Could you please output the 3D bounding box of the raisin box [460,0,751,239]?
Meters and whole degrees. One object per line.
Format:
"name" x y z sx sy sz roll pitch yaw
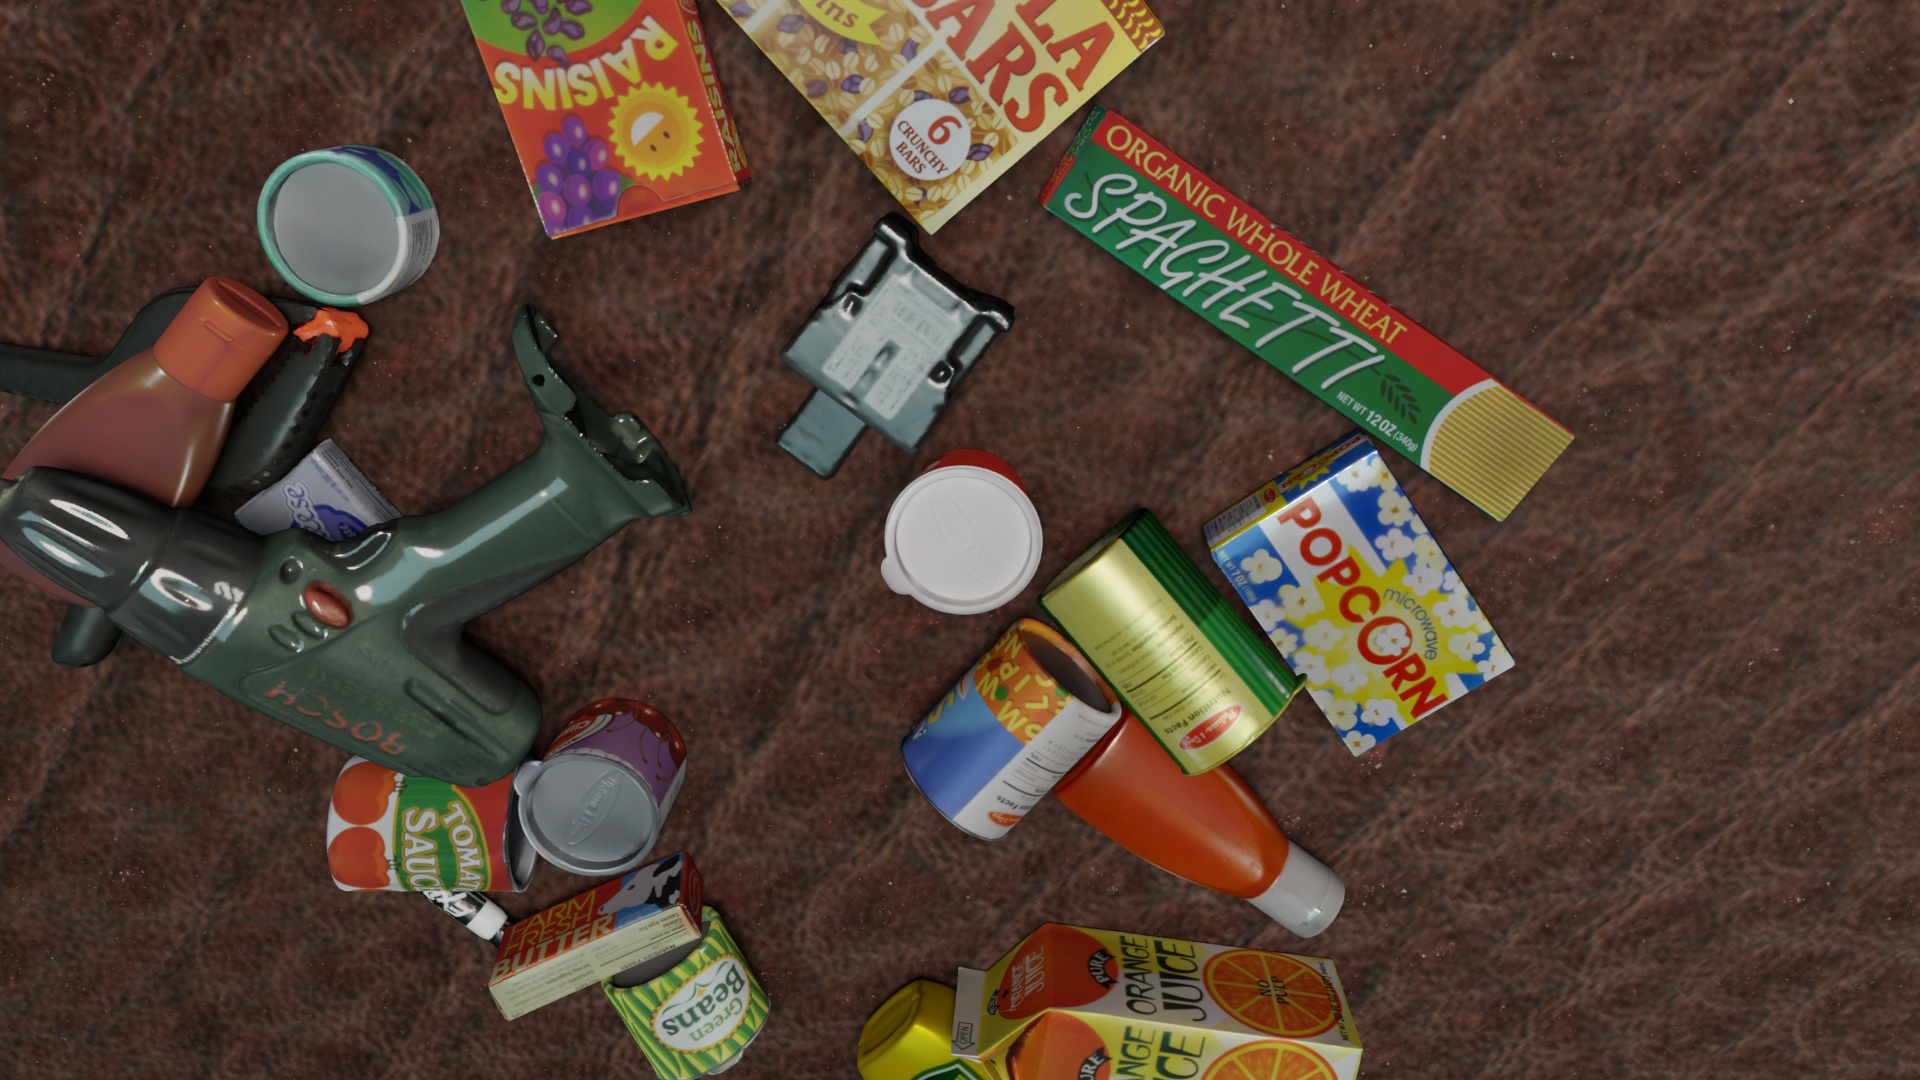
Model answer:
"raisin box" -0.146 -0.195 0.568 0.086 0.040 0.123 -14 109 7

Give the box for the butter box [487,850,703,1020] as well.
"butter box" -0.180 0.195 0.690 0.103 0.053 0.024 -23 108 -1

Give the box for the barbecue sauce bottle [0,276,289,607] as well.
"barbecue sauce bottle" -0.339 -0.043 0.577 0.065 0.044 0.148 40 101 -19

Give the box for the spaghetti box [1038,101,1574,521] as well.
"spaghetti box" 0.148 -0.096 0.595 0.250 0.029 0.050 32 107 -9

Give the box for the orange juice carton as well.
"orange juice carton" 0.092 0.247 0.695 0.193 0.072 0.072 8 109 0

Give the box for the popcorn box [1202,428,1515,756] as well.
"popcorn box" 0.179 0.024 0.630 0.085 0.038 0.126 -34 105 13

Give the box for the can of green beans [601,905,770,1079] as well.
"can of green beans" -0.139 0.228 0.702 0.071 0.071 0.057 -23 107 10

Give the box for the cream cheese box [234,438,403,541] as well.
"cream cheese box" -0.282 0.008 0.653 0.053 0.024 0.103 -35 104 14

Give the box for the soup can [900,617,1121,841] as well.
"soup can" 0.022 0.085 0.646 0.071 0.071 0.083 39 106 -11

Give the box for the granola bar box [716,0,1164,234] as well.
"granola bar box" -0.021 -0.221 0.532 0.124 0.039 0.165 -39 119 14

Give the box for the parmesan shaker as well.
"parmesan shaker" 0.093 0.042 0.617 0.071 0.071 0.103 -40 91 15

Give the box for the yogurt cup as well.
"yogurt cup" 0.002 -0.008 0.619 0.072 0.054 0.072 1 110 2

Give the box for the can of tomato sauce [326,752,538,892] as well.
"can of tomato sauce" -0.251 0.137 0.669 0.083 0.071 0.071 1 110 -3

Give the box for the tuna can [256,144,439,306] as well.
"tuna can" -0.265 -0.137 0.597 0.071 0.033 0.070 1 110 2

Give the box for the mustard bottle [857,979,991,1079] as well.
"mustard bottle" 0.021 0.298 0.728 0.160 0.049 0.065 40 109 -11

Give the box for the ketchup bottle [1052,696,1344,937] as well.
"ketchup bottle" 0.118 0.137 0.670 0.149 0.044 0.064 37 106 -10

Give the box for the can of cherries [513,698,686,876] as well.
"can of cherries" -0.172 0.116 0.668 0.071 0.058 0.071 1 111 3
